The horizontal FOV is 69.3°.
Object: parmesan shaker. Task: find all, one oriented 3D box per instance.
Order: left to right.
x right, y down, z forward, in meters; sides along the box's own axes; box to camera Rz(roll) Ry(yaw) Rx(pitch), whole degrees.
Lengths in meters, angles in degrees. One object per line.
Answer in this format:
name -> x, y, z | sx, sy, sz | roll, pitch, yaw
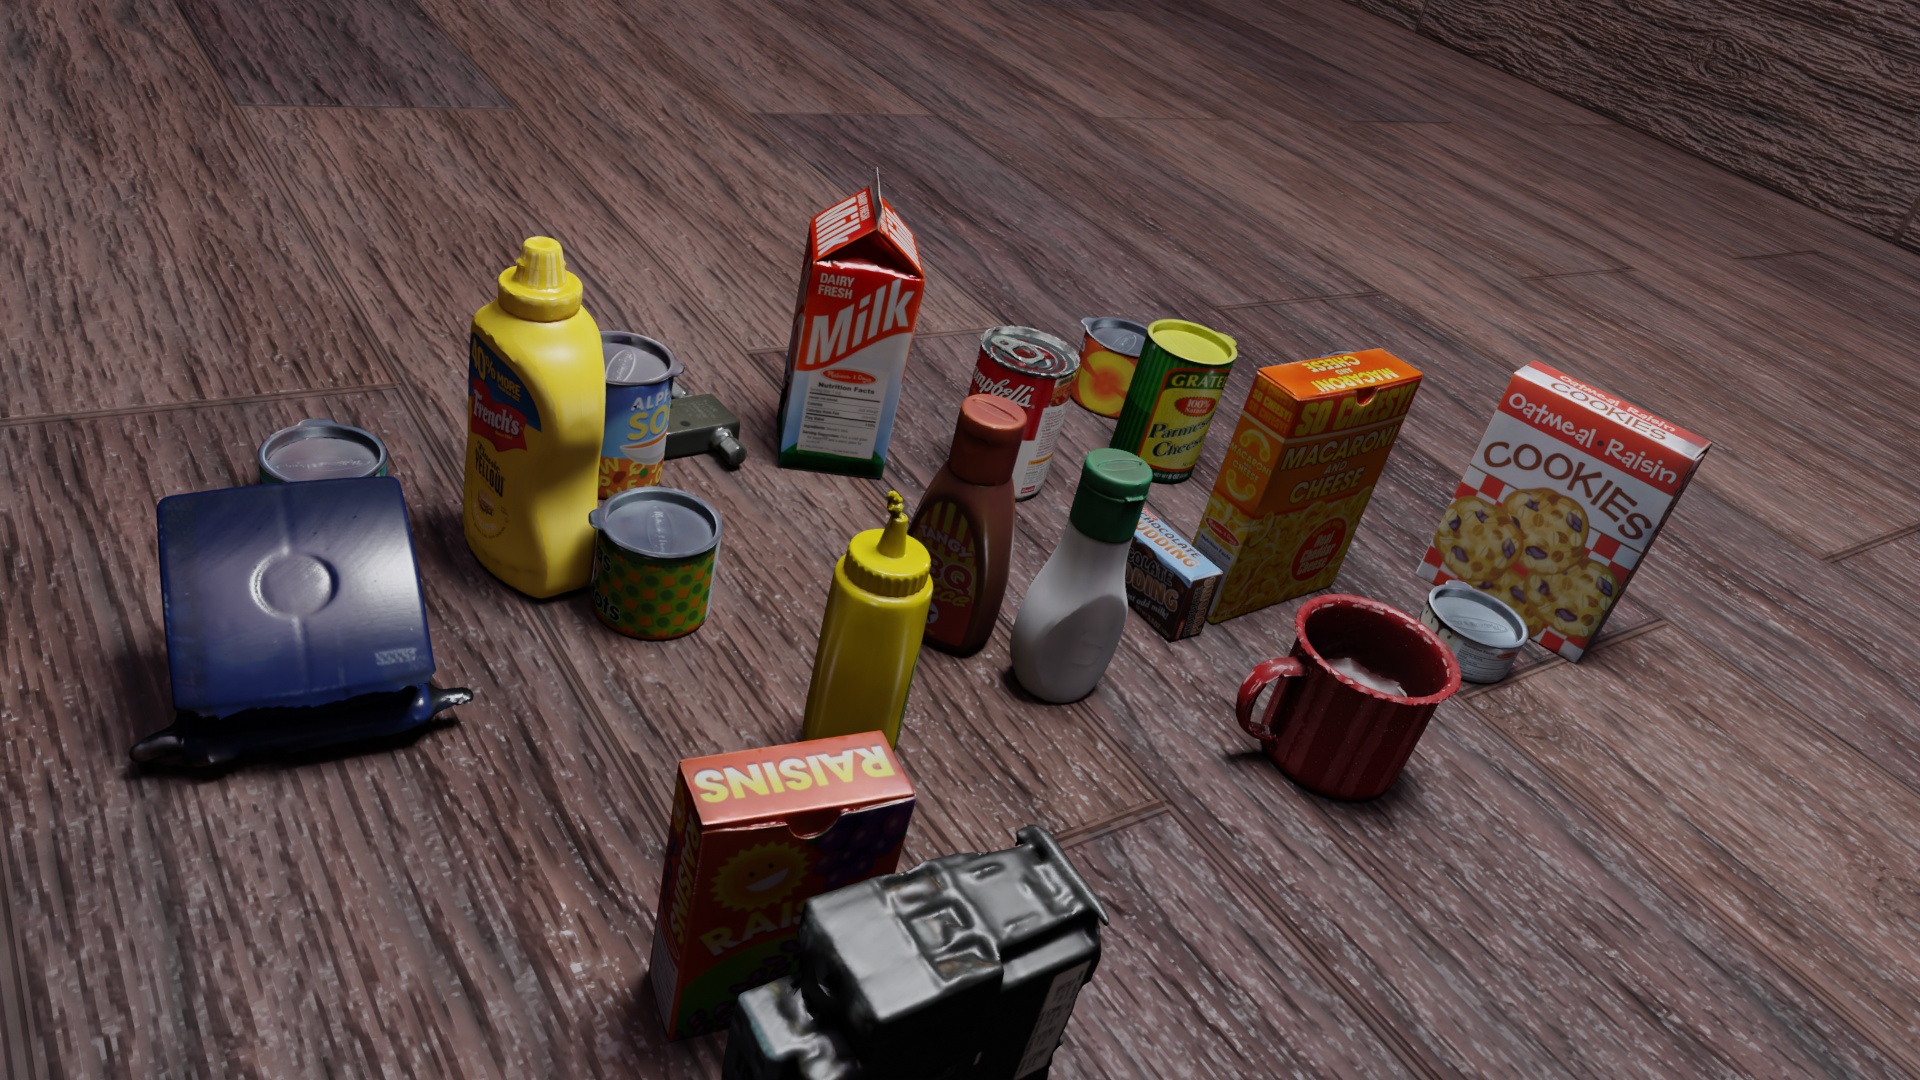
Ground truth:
parmesan shaker -> 0.157, -0.101, 1.019 | 0.071, 0.102, 0.072 | 11, 33, -7

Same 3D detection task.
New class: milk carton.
milk carton -> -0.071, -0.142, 0.909 | 0.073, 0.189, 0.073 | 7, 33, -13

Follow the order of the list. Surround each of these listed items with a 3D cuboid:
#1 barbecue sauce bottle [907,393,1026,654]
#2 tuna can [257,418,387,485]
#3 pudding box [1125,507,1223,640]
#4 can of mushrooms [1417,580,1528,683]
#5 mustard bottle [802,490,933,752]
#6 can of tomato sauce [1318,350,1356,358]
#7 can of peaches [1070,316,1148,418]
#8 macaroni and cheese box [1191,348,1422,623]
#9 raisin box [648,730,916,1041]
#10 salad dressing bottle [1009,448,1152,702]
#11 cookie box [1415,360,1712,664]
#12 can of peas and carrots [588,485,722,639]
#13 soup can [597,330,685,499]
barbecue sauce bottle -> 0.003, -0.010, 0.778 | 0.065, 0.147, 0.044 | 30, 35, 22
tuna can -> -0.359, -0.037, 0.782 | 0.071, 0.032, 0.071 | 10, 33, -7
pudding box -> 0.122, 0.018, 0.874 | 0.030, 0.049, 0.084 | -12, 41, -35
can of mushrooms -> 0.332, 0.059, 0.911 | 0.071, 0.033, 0.071 | 10, 33, -7
mustard bottle -> -0.043, 0.046, 0.665 | 0.049, 0.159, 0.065 | 10, 33, -8
can of tomato sauce -> 0.302, -0.097, 1.089 | 0.071, 0.082, 0.071 | 10, 33, -7
can of peaches -> 0.122, -0.138, 1.101 | 0.071, 0.057, 0.071 | 10, 33, -7
macaroni and cheese box -> 0.215, -0.035, 0.883 | 0.124, 0.165, 0.040 | -13, 42, -36
raisin box -> -0.073, 0.137, 0.550 | 0.086, 0.122, 0.040 | -4, 37, -27
salad dressing bottle -> 0.068, 0.020, 0.759 | 0.064, 0.146, 0.044 | -7, 38, -30
cookie box -> 0.399, -0.019, 0.933 | 0.123, 0.166, 0.040 | 34, 37, 27
can of peas and carrots -> -0.169, 0.012, 0.759 | 0.071, 0.058, 0.071 | 10, 33, -7
soup can -> -0.210, -0.076, 0.853 | 0.071, 0.083, 0.072 | 10, 33, -7
